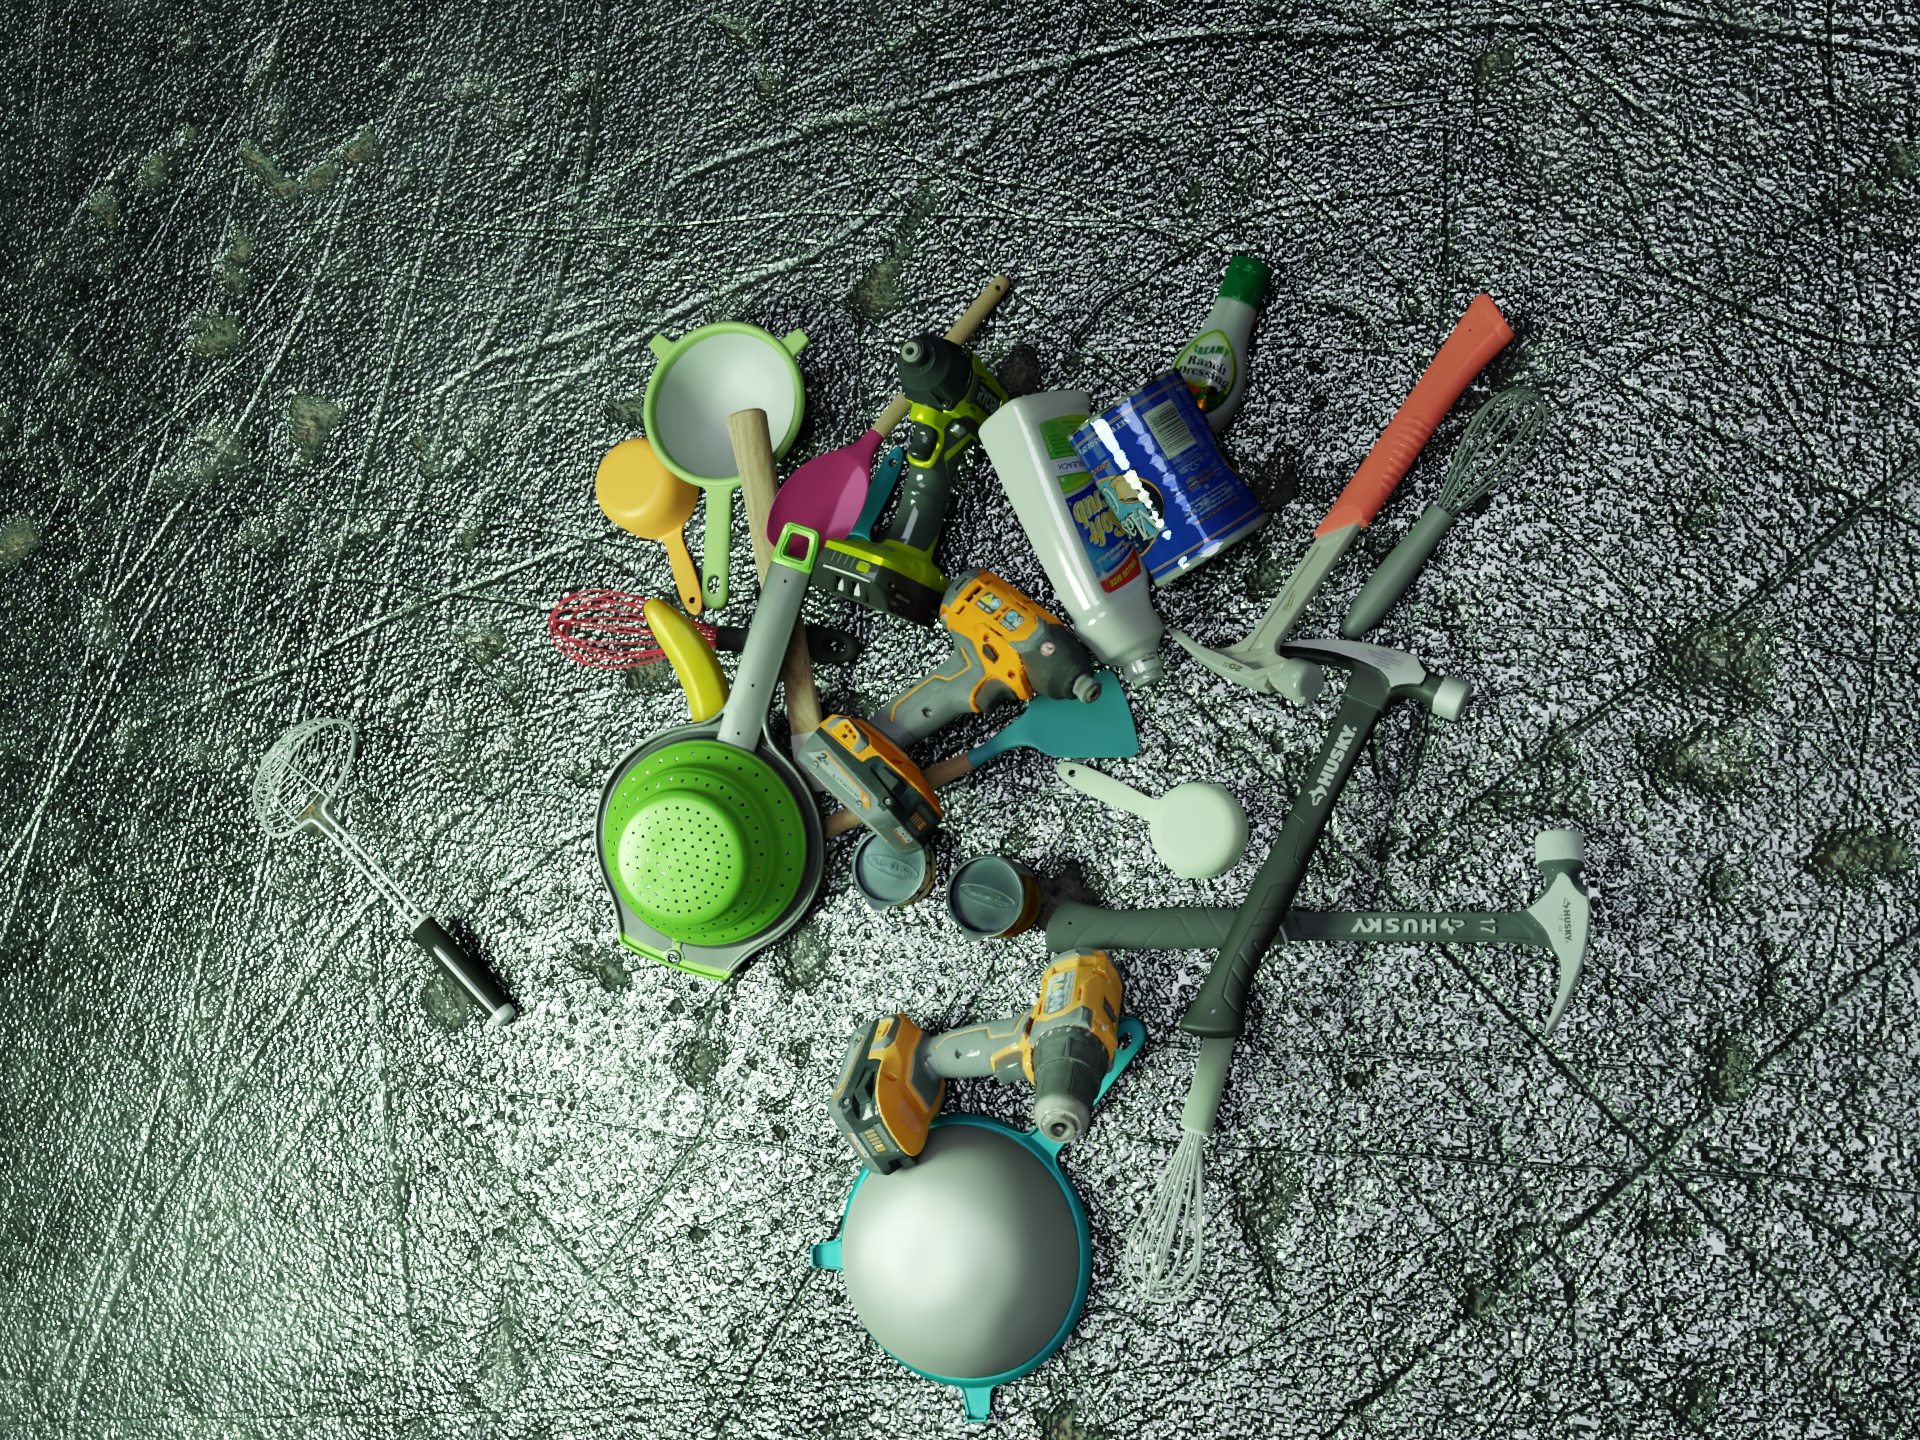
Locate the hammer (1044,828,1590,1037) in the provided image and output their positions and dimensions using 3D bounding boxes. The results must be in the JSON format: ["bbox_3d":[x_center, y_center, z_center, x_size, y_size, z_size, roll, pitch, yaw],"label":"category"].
[{"bbox_3d":[0.262,0.162,1.213,0.409,0.036,0.149,-3,68,20],"label":"hammer"}]

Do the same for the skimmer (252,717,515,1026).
[{"bbox_3d":[-0.530,0.144,1.489,0.363,0.090,0.127,45,93,9],"label":"skimmer"}]

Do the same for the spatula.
[{"bbox_3d":[-0.007,0.048,1.333,0.317,0.044,0.082,-25,61,19],"label":"spatula"}]

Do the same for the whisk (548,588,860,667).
[{"bbox_3d":[-0.232,-0.075,1.413,0.296,0.073,0.073,5,83,13],"label":"whisk"}]

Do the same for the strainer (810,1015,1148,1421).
[{"bbox_3d":[0.028,0.367,1.233,0.211,0.095,0.340,39,95,20],"label":"strainer"}]

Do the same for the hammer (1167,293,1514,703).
[{"bbox_3d":[0.312,-0.181,1.246,0.359,0.036,0.149,-55,39,-4],"label":"hammer"}]

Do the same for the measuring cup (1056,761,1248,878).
[{"bbox_3d":[0.148,0.069,1.272,0.168,0.038,0.083,24,89,18],"label":"measuring cup"}]

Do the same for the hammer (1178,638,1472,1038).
[{"bbox_3d":[0.251,0.089,1.205,0.146,0.035,0.335,24,78,23],"label":"hammer"}]

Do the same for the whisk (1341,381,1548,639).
[{"bbox_3d":[0.373,-0.161,1.236,0.055,0.055,0.239,40,99,20],"label":"whisk"}]

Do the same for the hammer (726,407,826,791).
[{"bbox_3d":[-0.155,-0.101,1.362,0.130,0.031,0.331,-12,89,7],"label":"hammer"}]

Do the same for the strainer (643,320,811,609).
[{"bbox_3d":[-0.204,-0.223,1.423,0.151,0.069,0.256,1,86,14],"label":"strainer"}]

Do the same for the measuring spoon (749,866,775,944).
[{"bbox_3d":[-0.179,0.139,1.386,0.021,0.011,0.117,-19,72,14],"label":"measuring spoon"}]

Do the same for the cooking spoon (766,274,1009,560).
[{"bbox_3d":[-0.056,-0.264,1.365,0.068,0.017,0.319,39,78,-9],"label":"cooking spoon"}]

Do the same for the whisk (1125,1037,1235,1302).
[{"bbox_3d":[0.178,0.321,1.219,0.059,0.057,0.246,11,80,28],"label":"whisk"}]

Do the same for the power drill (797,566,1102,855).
[{"bbox_3d":[-0.002,-0.004,1.275,0.226,0.084,0.164,-46,54,-8],"label":"power drill"}]

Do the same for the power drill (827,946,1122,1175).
[{"bbox_3d":[0.015,0.271,1.206,0.226,0.185,0.084,-23,111,20],"label":"power drill"}]

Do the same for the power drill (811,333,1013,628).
[{"bbox_3d":[-0.038,-0.199,1.311,0.080,0.171,0.223,20,91,21],"label":"power drill"}]

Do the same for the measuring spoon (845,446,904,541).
[{"bbox_3d":[-0.076,-0.181,1.403,0.042,0.021,0.129,19,78,21],"label":"measuring spoon"}]

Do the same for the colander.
[{"bbox_3d":[-0.194,0.030,1.304,0.204,0.094,0.397,19,98,5],"label":"colander"}]

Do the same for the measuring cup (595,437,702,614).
[{"bbox_3d":[-0.275,-0.177,1.444,0.095,0.052,0.174,-25,73,13],"label":"measuring cup"}]
